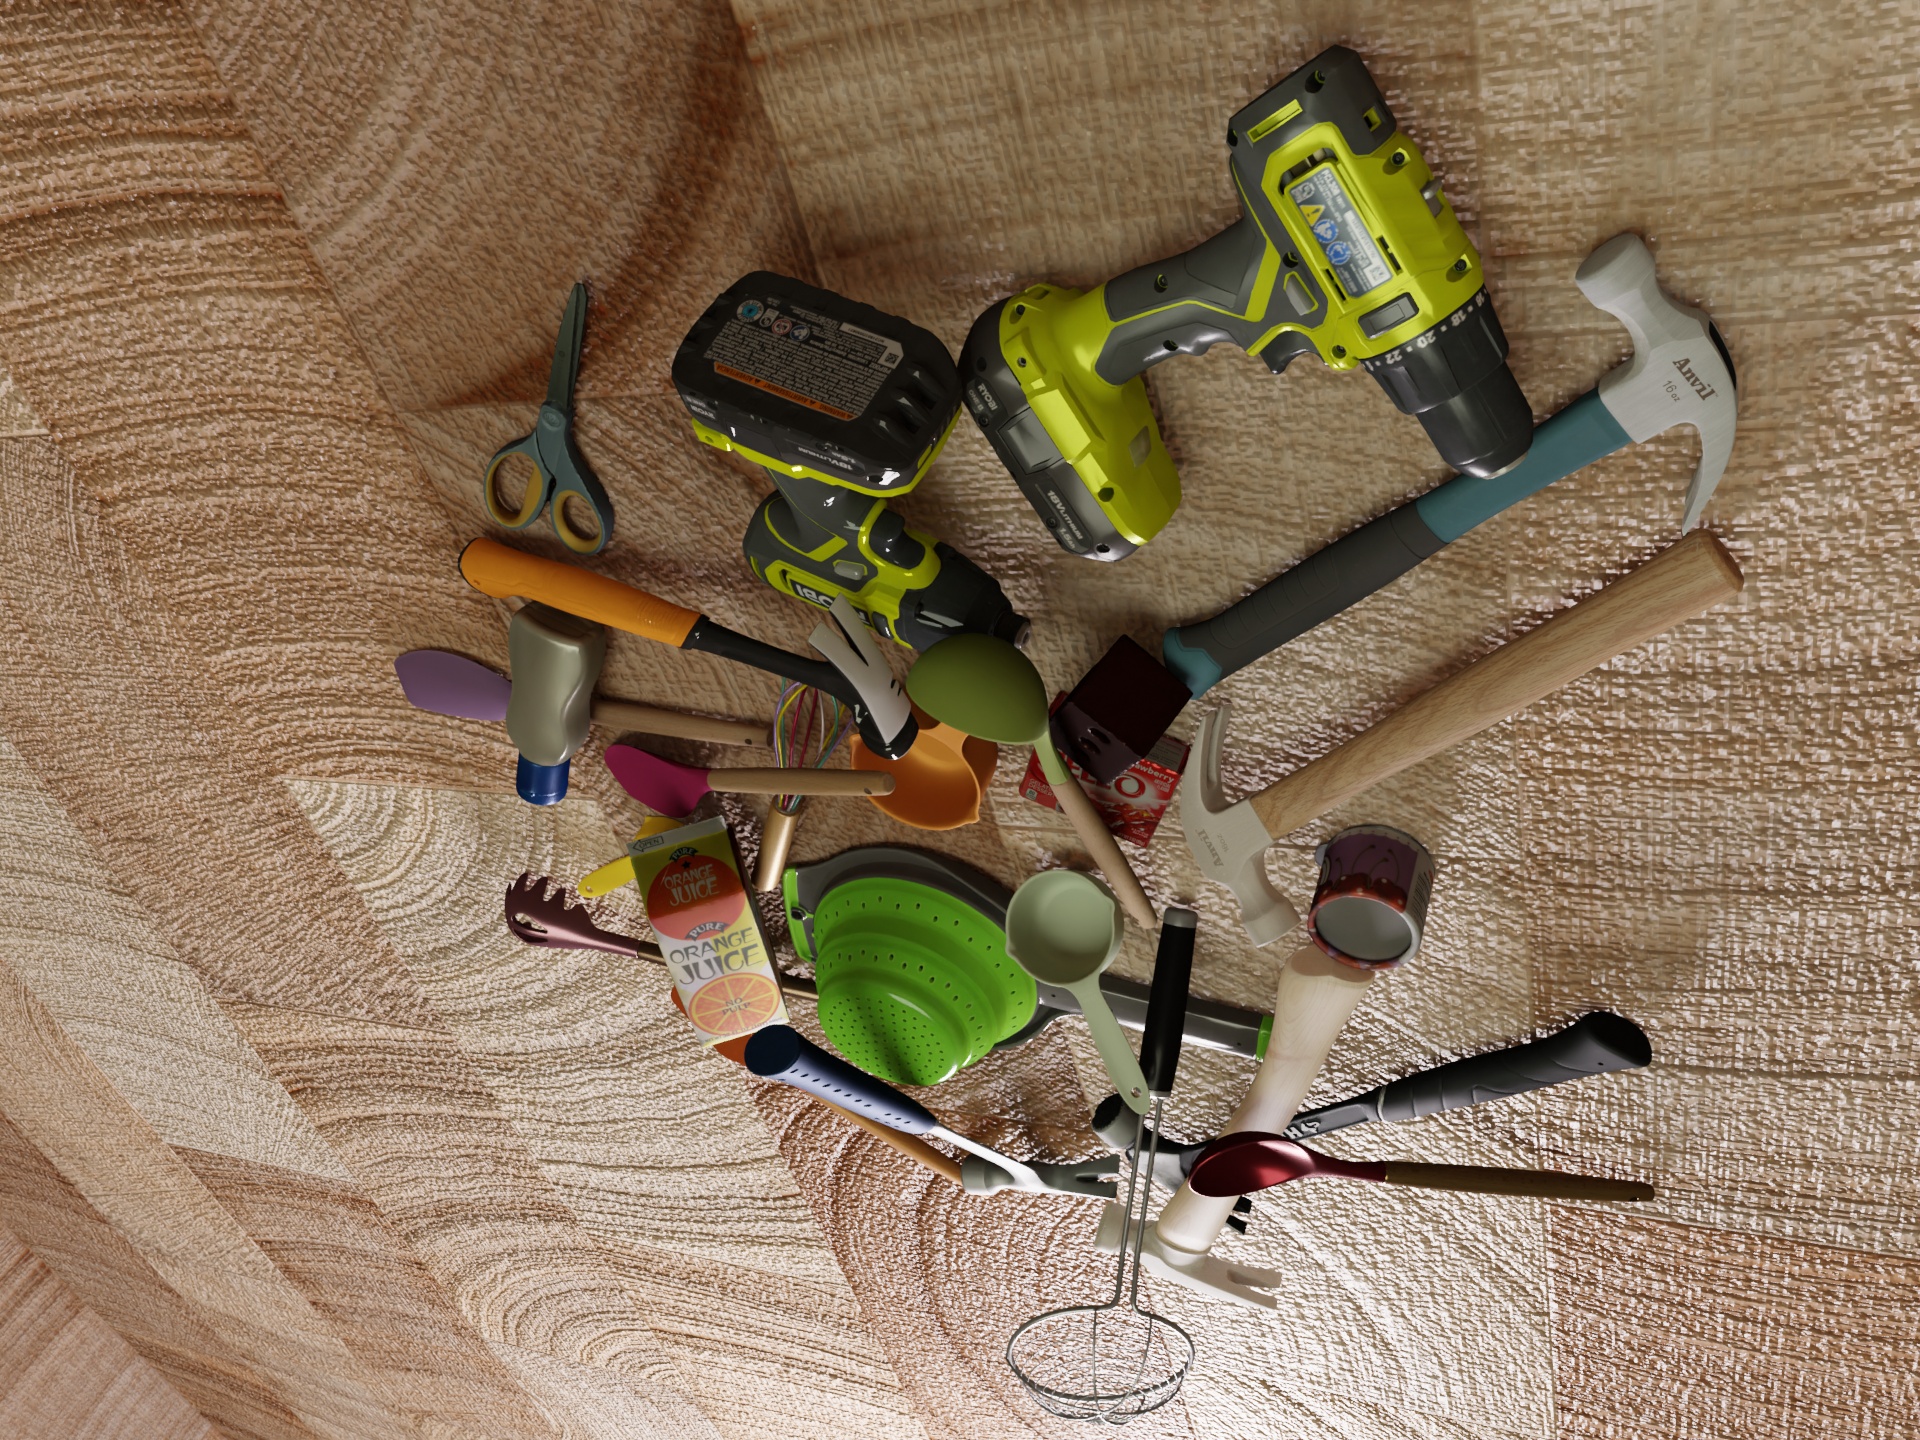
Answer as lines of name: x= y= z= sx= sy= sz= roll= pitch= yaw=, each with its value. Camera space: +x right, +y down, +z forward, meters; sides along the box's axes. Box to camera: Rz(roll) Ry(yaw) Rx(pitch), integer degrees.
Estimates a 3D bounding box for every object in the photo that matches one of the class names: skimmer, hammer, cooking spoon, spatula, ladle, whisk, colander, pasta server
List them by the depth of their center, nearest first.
hammer: x=0.222 y=-0.094 z=0.787 sx=0.128 sy=0.033 sz=0.331 roll=44 pitch=135 yaw=-14
hammer: x=0.247 y=-0.001 z=0.837 sx=0.331 sy=0.031 sz=0.130 roll=-36 pitch=81 yaw=37
ladle: x=0.057 y=0.053 z=0.926 sx=0.078 sy=0.062 sz=0.319 roll=42 pitch=171 yaw=40
hammer: x=-0.184 y=-0.064 z=0.967 sx=0.337 sy=0.034 sz=0.127 roll=18 pitch=155 yaw=28
ladle: x=0.304 y=0.300 z=1.049 sx=0.315 sy=0.031 sz=0.069 roll=5 pitch=134 yaw=-4
cooking spoon: x=-0.148 y=0.039 z=1.057 sx=0.319 sy=0.017 sz=0.068 roll=-1 pitch=128 yaw=49
skimmer: x=0.114 y=0.302 z=1.072 sx=0.127 sy=0.090 sz=0.363 roll=8 pitch=91 yaw=-5
whisk: x=-0.118 y=0.044 z=1.079 sx=0.051 sy=0.047 sz=0.244 roll=30 pitch=139 yaw=7
hammer: x=0.208 y=0.288 z=1.094 sx=0.146 sy=0.038 sz=0.410 roll=19 pitch=136 yaw=5
hammer: x=0.280 y=0.272 z=1.096 sx=0.149 sy=0.036 sz=0.409 roll=44 pitch=134 yaw=-17
colander: x=0.040 y=0.209 z=1.114 sx=0.397 sy=0.095 sz=0.204 roll=12 pitch=134 yaw=17
spatula: x=-0.274 y=-0.011 z=1.127 sx=0.316 sy=0.018 sz=0.059 roll=9 pitch=129 yaw=21
hammer: x=-0.018 y=0.293 z=1.155 sx=0.144 sy=0.035 sz=0.405 roll=-6 pitch=152 yaw=29
pasta server: x=-0.229 y=0.186 z=1.279 sx=0.316 sy=0.040 sz=0.060 roll=12 pitch=121 yaw=10
spatula: x=-0.103 y=0.310 z=1.337 sx=0.322 sy=0.041 sz=0.081 roll=34 pitch=135 yaw=-11

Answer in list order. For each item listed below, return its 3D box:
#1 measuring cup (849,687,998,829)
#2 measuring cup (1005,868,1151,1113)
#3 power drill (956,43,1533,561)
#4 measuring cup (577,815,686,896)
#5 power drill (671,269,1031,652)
measuring cup: x=-0.002 y=-0.003 z=0.972 sx=0.095 sy=0.052 sz=0.173 roll=33 pitch=135 yaw=-5
measuring cup: x=0.090 y=0.176 z=1.043 sx=0.083 sy=0.038 sz=0.168 roll=-28 pitch=79 yaw=20
power drill: x=0.128 y=-0.162 z=0.726 sx=0.228 sy=0.080 sz=0.190 roll=-23 pitch=108 yaw=39
measuring cup: x=-0.256 y=0.119 z=1.228 sx=0.156 sy=0.029 sz=0.062 roll=-26 pitch=115 yaw=38
power drill: x=-0.049 y=-0.115 z=0.821 sx=0.171 sy=0.080 sz=0.223 roll=24 pitch=160 yaw=19
